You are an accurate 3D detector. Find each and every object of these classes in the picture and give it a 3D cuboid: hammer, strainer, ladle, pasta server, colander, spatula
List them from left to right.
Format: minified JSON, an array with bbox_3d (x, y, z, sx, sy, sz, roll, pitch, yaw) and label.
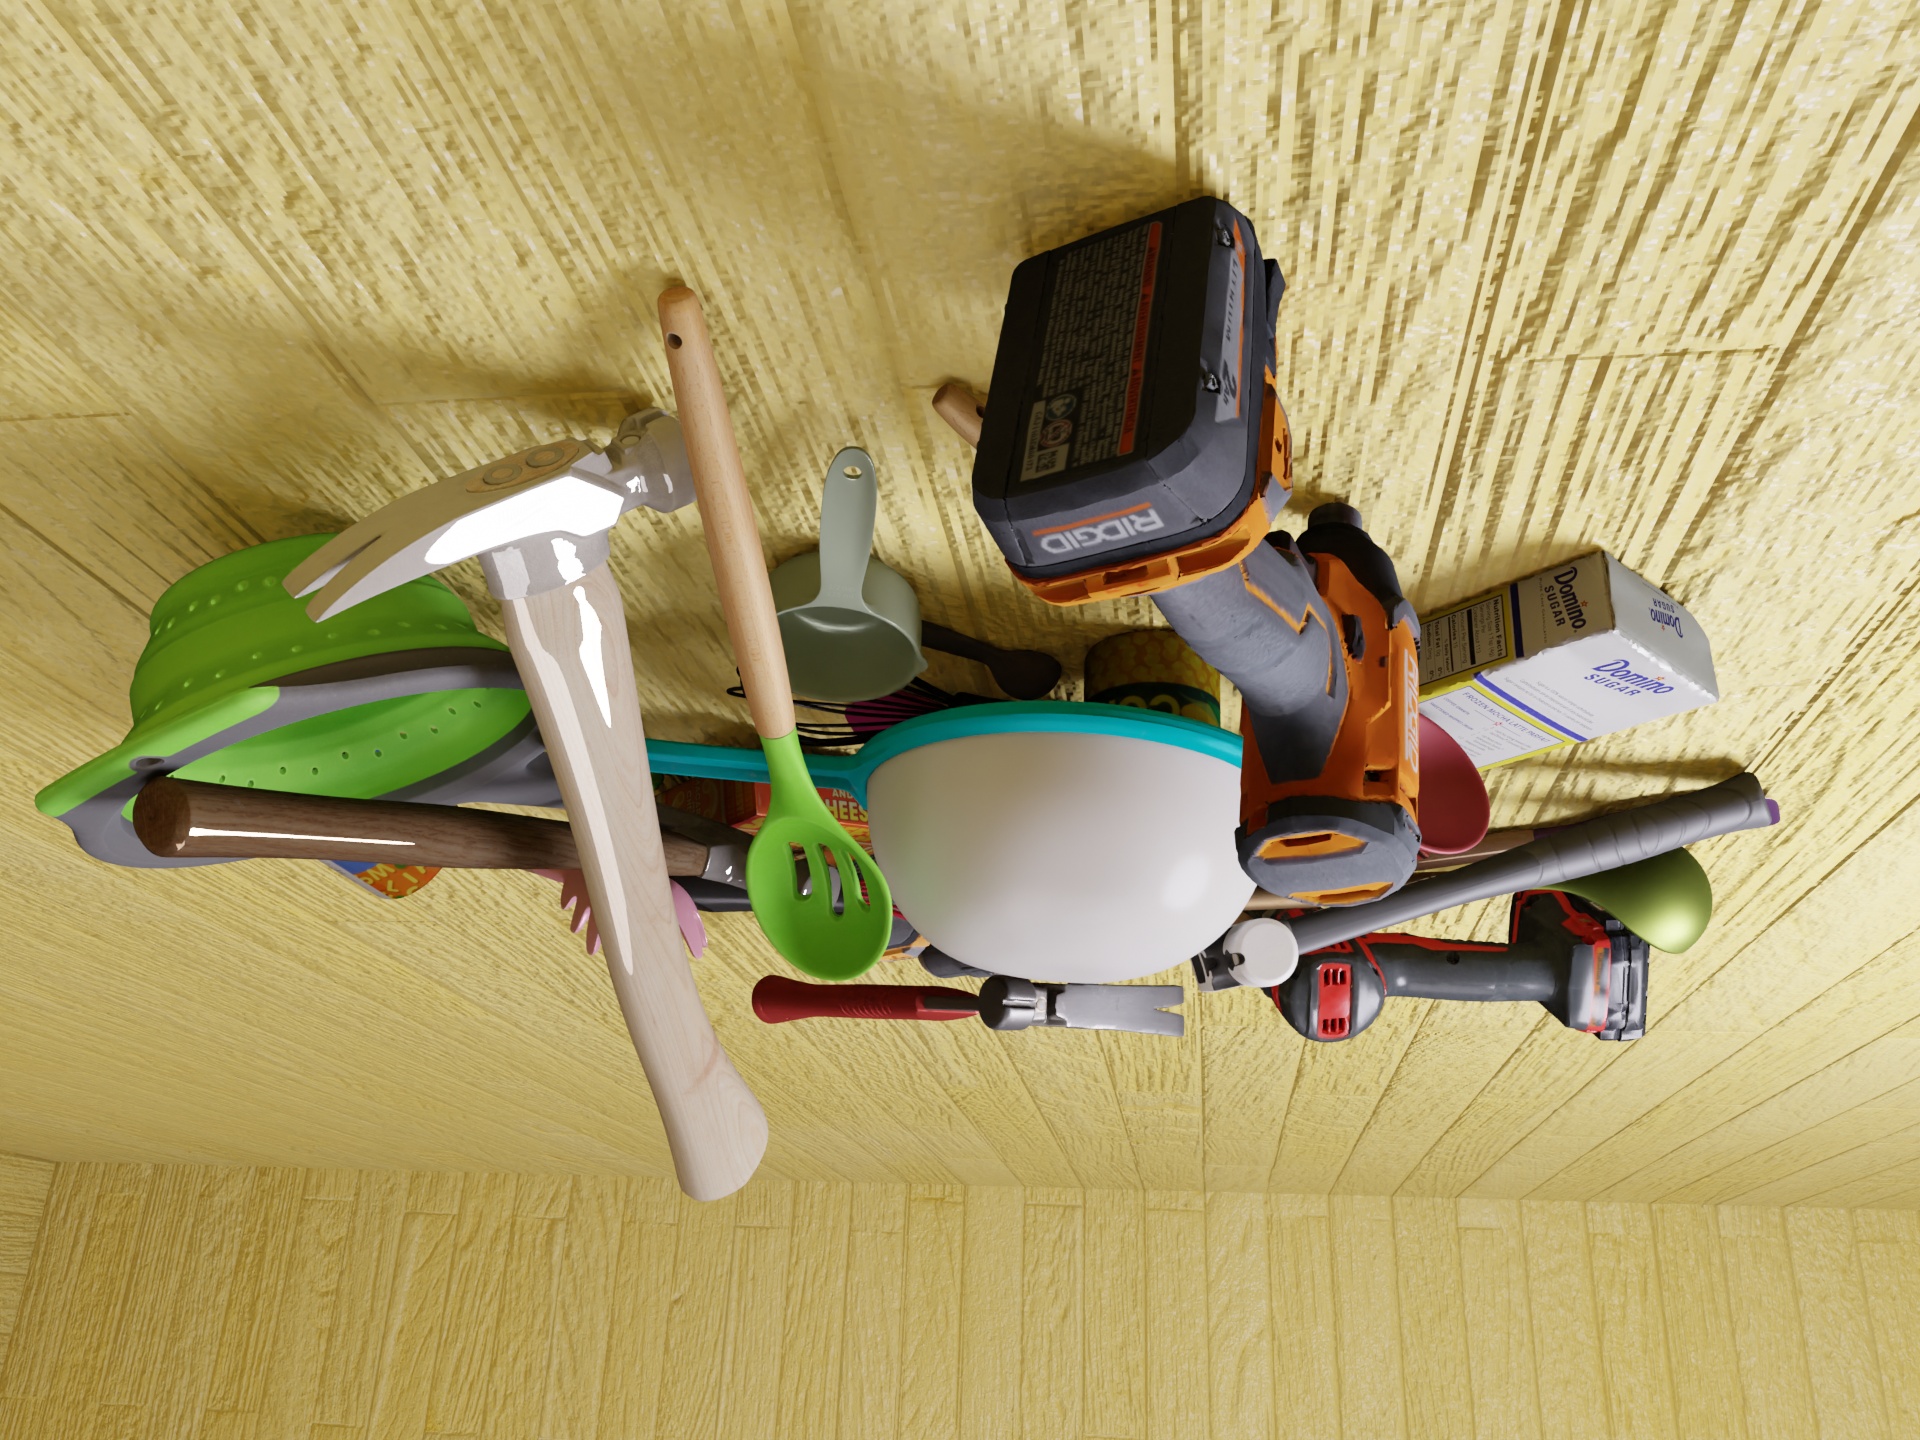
[{"bbox_3d":[-0.253,-0.009,0.756,0.204,0.094,0.397,-24,169,12],"label":"colander"},{"bbox_3d":[-0.200,0.052,0.704,0.130,0.031,0.331,18,-177,33],"label":"hammer"},{"bbox_3d":[-0.248,0.083,0.894,0.060,0.040,0.316,-7,-168,-44],"label":"pasta server"},{"bbox_3d":[-0.148,0.076,0.673,0.146,0.038,0.410,-28,134,-26],"label":"hammer"},{"bbox_3d":[-0.023,0.190,1.068,0.149,0.037,0.359,10,166,-37],"label":"hammer"},{"bbox_3d":[-0.013,0.065,0.734,0.340,0.095,0.211,6,159,-8],"label":"strainer"},{"bbox_3d":[0.107,-0.035,0.635,0.315,0.069,0.031,35,140,-27],"label":"ladle"},{"bbox_3d":[0.265,0.104,0.916,0.320,0.078,0.062,-4,129,7],"label":"ladle"},{"bbox_3d":[0.276,0.084,0.838,0.334,0.035,0.146,-15,172,-10],"label":"hammer"},{"bbox_3d":[0.323,0.076,0.968,0.316,0.018,0.059,-11,151,27],"label":"spatula"}]

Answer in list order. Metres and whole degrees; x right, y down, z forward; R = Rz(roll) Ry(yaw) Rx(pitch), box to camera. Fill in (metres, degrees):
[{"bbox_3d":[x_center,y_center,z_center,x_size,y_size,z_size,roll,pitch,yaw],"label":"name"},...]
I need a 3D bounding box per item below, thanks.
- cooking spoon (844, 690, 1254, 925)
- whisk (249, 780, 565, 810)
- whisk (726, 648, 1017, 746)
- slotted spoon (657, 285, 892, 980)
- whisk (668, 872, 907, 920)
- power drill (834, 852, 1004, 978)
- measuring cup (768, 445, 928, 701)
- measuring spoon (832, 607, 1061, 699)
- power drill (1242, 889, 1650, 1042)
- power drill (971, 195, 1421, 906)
[{"bbox_3d":[0.064,0.058,0.901,0.318,0.017,0.069,32,140,-32],"label":"cooking spoon"},{"bbox_3d":[-0.304,0.025,0.889,0.244,0.051,0.047,15,148,-34],"label":"whisk"},{"bbox_3d":[-0.002,-0.002,0.790,0.238,0.055,0.055,10,156,-27],"label":"whisk"},{"bbox_3d":[-0.074,-0.017,0.613,0.070,0.031,0.313,8,131,20],"label":"slotted spoon"},{"bbox_3d":[-0.038,0.099,0.899,0.296,0.073,0.073,1,157,7],"label":"whisk"},{"bbox_3d":[-0.018,0.133,1.070,0.226,0.084,0.185,17,155,-40],"label":"power drill"},{"bbox_3d":[-0.048,-0.067,0.660,0.083,0.038,0.167,6,147,-5],"label":"measuring cup"},{"bbox_3d":[-0.006,-0.031,0.753,0.124,0.018,0.034,17,153,-28],"label":"measuring spoon"},{"bbox_3d":[0.291,0.141,1.000,0.226,0.080,0.188,-2,-169,-1],"label":"power drill"},{"bbox_3d":[0.096,-0.059,0.534,0.084,0.164,0.226,-11,141,30],"label":"power drill"}]
